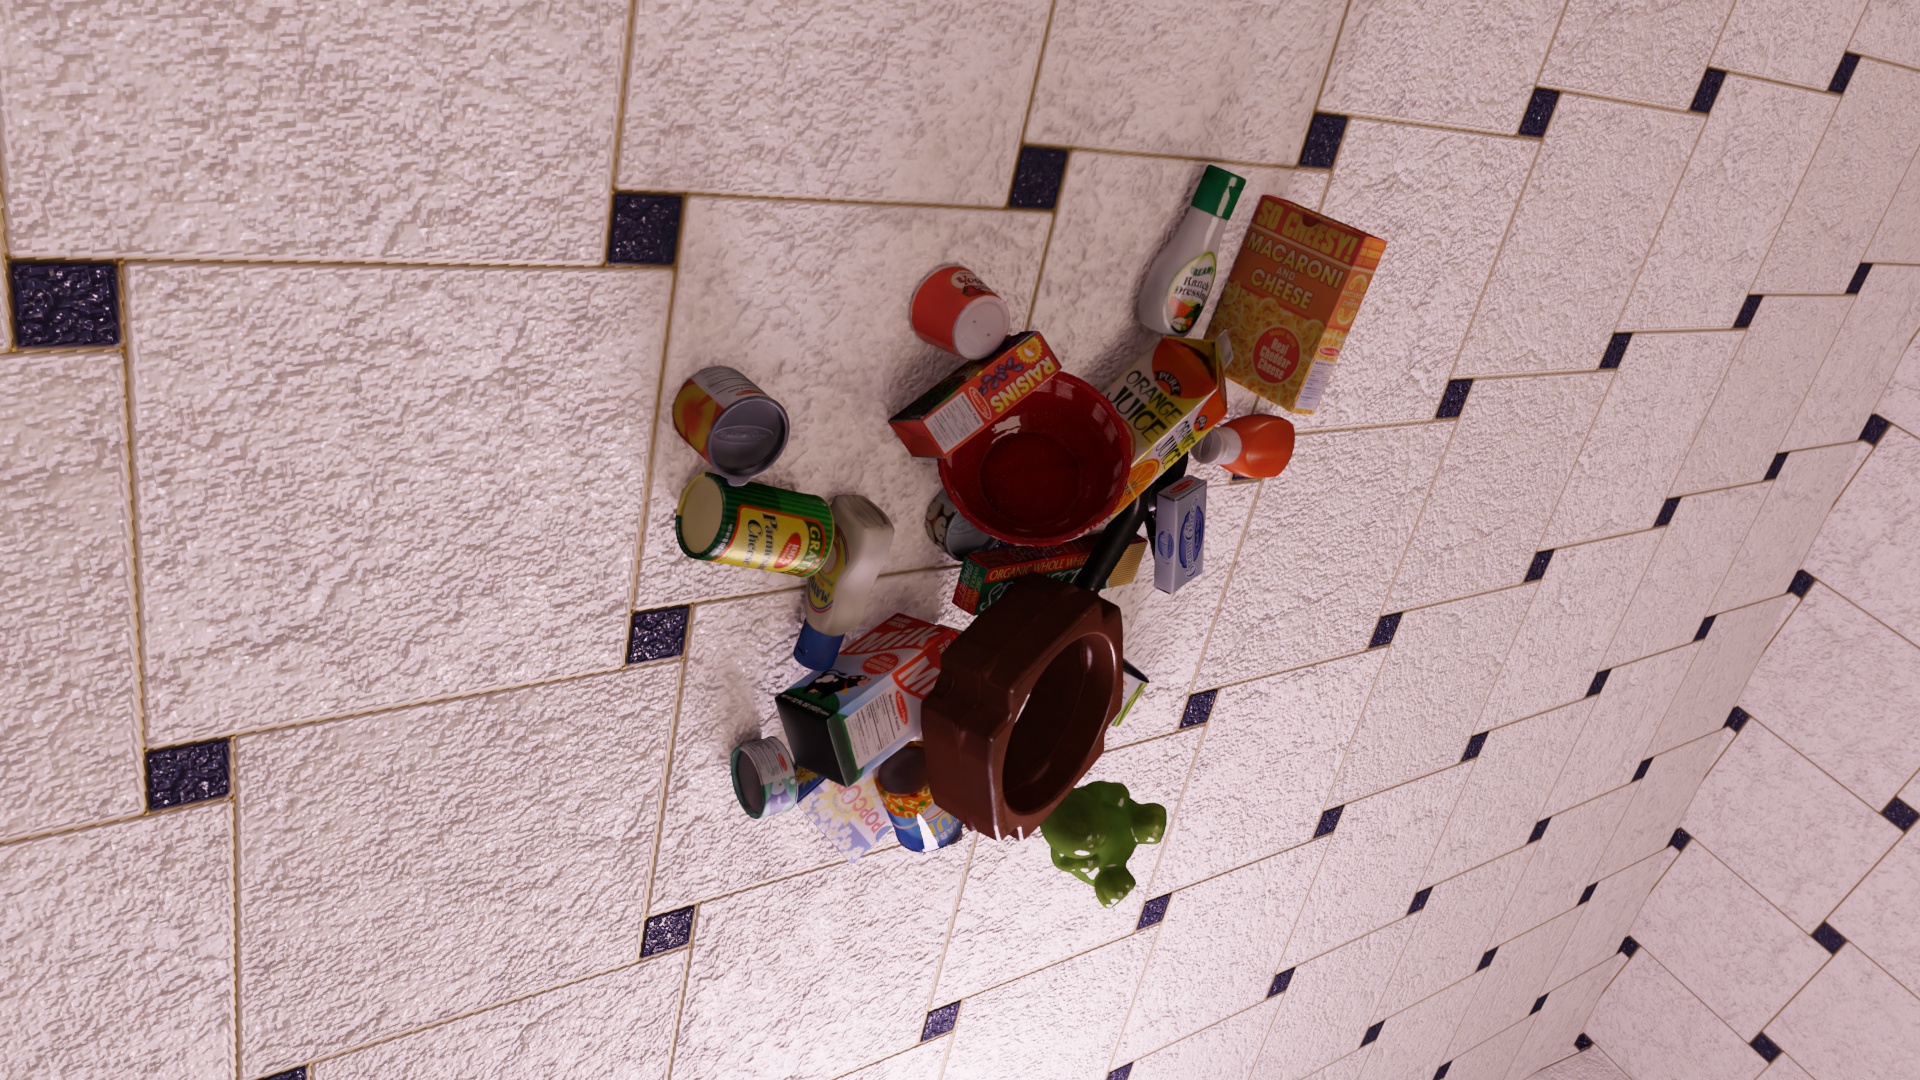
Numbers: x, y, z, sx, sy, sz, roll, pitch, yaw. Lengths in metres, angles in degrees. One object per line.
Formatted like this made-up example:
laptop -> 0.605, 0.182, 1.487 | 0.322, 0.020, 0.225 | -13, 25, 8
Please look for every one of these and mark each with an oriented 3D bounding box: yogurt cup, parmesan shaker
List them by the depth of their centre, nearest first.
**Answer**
parmesan shaker -> -0.158, -0.009, 1.060 | 0.103, 0.071, 0.071 | 11, 110, -44
yogurt cup -> 0.002, -0.176, 1.089 | 0.072, 0.054, 0.072 | -21, 130, -27

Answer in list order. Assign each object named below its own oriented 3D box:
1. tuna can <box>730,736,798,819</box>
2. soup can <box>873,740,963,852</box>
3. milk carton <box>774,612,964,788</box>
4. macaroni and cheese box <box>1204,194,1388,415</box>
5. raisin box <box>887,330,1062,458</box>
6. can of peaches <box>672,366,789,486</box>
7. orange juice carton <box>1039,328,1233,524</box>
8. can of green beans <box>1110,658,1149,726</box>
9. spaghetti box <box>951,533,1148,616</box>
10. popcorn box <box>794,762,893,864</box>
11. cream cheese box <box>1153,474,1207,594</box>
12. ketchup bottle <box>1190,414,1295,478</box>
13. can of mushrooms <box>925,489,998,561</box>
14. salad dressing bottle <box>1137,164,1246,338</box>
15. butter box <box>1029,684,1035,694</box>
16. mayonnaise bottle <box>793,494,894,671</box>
tuna can -> -0.170, 0.206, 1.198 | 0.033, 0.071, 0.070 | -11, 125, -34
soup can -> -0.036, 0.235, 1.271 | 0.071, 0.071, 0.083 | -33, 132, -19
milk carton -> -0.061, 0.125, 1.204 | 0.191, 0.072, 0.073 | -33, 123, -36
macaroni and cheese box -> 0.298, -0.215, 1.262 | 0.040, 0.124, 0.165 | 0, 117, -42
raisin box -> 0.010, -0.117, 1.111 | 0.124, 0.086, 0.040 | -38, 104, -13
can of peaches -> -0.167, -0.084, 1.006 | 0.071, 0.058, 0.071 | -22, 131, -28
orange juice carton -> 0.169, -0.110, 1.233 | 0.192, 0.073, 0.071 | -42, 157, 1
can of green beans -> 0.152, 0.151, 1.433 | 0.071, 0.071, 0.057 | 24, 102, -47
spaghetti box -> 0.088, 0.027, 1.292 | 0.251, 0.029, 0.050 | -8, 123, -48
popcorn box -> -0.104, 0.235, 1.294 | 0.085, 0.038, 0.126 | -42, 137, -12
cream cheese box -> 0.209, -0.006, 1.318 | 0.053, 0.024, 0.103 | -29, 128, -39
ketchup bottle -> 0.278, -0.093, 1.368 | 0.149, 0.043, 0.064 | -4, 112, -52
can of mushrooms -> 0.004, -0.015, 1.217 | 0.071, 0.033, 0.070 | -22, 130, -29
salad dressing bottle -> 0.203, -0.252, 1.215 | 0.064, 0.044, 0.147 | 6, 114, -40
butter box -> 0.077, 0.092, 1.338 | 0.024, 0.053, 0.103 | 31, 96, -45
mayonnaise bottle -> -0.100, 0.038, 1.146 | 0.041, 0.065, 0.147 | 1, 120, -38
